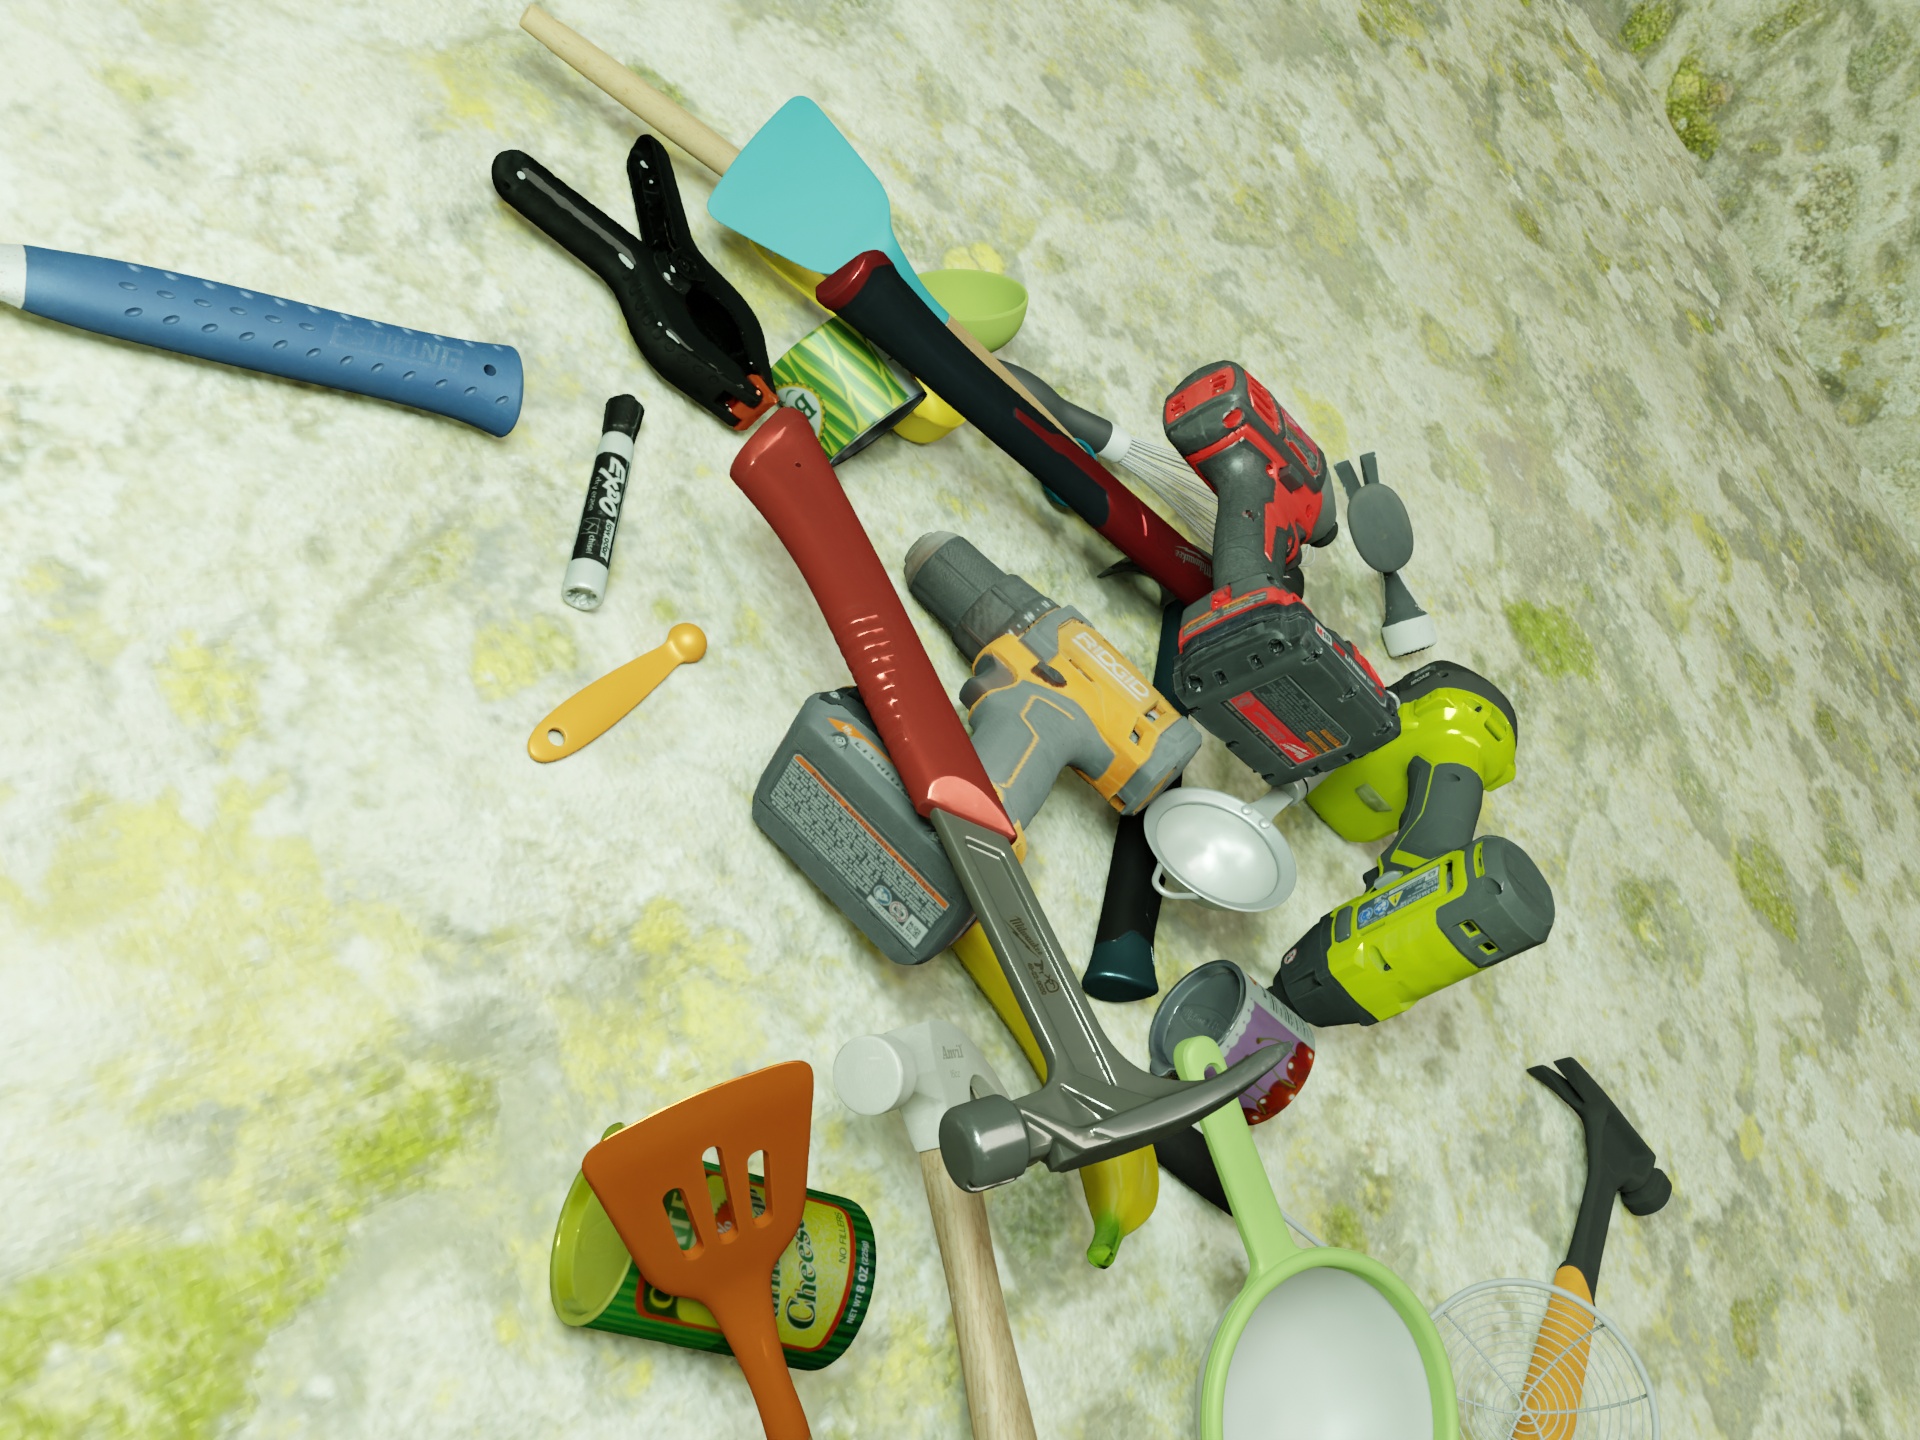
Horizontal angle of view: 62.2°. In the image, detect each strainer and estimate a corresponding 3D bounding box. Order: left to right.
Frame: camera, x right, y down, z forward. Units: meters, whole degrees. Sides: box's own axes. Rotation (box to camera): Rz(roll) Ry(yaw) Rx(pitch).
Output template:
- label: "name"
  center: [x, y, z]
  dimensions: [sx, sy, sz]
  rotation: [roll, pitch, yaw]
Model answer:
- label: "strainer"
  center: [0.139, 0.276, 0.750]
  dimensions: [0.151, 0.069, 0.256]
  rotation: [-15, 82, -33]
- label: "strainer"
  center: [0.178, 0.044, 0.882]
  dimensions: [0.087, 0.050, 0.258]
  rotation: [41, 50, 19]

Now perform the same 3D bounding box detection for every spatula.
- label: "spatula"
  center: [-0.050, 0.274, 0.548]
  dimensions: [0.081, 0.041, 0.322]
  rotation: [-19, 97, -24]
- label: "spatula"
  center: [0.002, -0.207, 0.893]
  dimensions: [0.317, 0.044, 0.082]
  rotation: [41, 83, -30]

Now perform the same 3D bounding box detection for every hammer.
- label: "hammer"
  center: [-0.356, -0.171, 0.582]
  dimensions: [0.405, 0.035, 0.144]
  rotation: [7, 63, -41]
- label: "hammer"
  center: [-0.004, 0.010, 0.667]
  dimensions: [0.149, 0.036, 0.359]
  rotation: [-11, 61, -30]
- label: "hammer"
  center: [0.018, 0.287, 0.645]
  dimensions: [0.130, 0.031, 0.331]
  rotation: [18, 57, -68]
- label: "hammer"
  center: [0.070, -0.114, 0.870]
  dimensions: [0.386, 0.038, 0.143]
  rotation: [34, 49, -34]
- label: "hammer"
  center: [0.117, 0.020, 0.917]
  dimensions: [0.128, 0.033, 0.331]
  rotation: [37, 46, -23]
- label: "hammer"
  center: [0.260, -0.112, 0.983]
  dimensions: [0.409, 0.036, 0.149]
  rotation: [-9, 82, -74]
- label: "hammer"
  center: [0.359, 0.355, 0.948]
  dimensions: [0.127, 0.034, 0.337]
  rotation: [50, 43, -10]

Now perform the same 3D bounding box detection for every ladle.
- label: "ladle"
  center: [-0.091, -0.295, 0.871]
  dimensions: [0.319, 0.062, 0.078]
  rotation: [29, 22, -33]

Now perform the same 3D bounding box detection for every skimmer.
- label: "skimmer"
  center: [0.201, 0.281, 0.801]
  dimensions: [0.363, 0.090, 0.127]
  rotation: [40, 77, -16]

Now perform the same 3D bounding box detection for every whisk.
- label: "whisk"
  center: [0.122, -0.164, 1.016]
  dimensions: [0.284, 0.070, 0.070]
  rotation: [21, 53, -27]

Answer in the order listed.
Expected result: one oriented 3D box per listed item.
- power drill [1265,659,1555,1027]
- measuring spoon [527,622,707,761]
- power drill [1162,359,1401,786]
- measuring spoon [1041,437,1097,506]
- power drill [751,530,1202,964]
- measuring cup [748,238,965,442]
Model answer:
- label: "power drill"
  center: [0.253, 0.076, 0.927]
  dimensions: [0.080, 0.171, 0.223]
  rotation: [44, 35, -15]
- label: "measuring spoon"
  center: [-0.149, -0.014, 0.703]
  dimensions: [0.021, 0.011, 0.117]
  rotation: [52, 42, -6]
- label: "power drill"
  center: [0.174, -0.083, 0.876]
  dimensions: [0.143, 0.078, 0.220]
  rotation: [37, 41, -37]
- label: "measuring spoon"
  center: [0.092, -0.133, 0.999]
  dimensions: [0.128, 0.021, 0.042]
  rotation: [32, 76, -38]
- label: "power drill"
  center: [-0.001, -0.002, 0.776]
  dimensions: [0.185, 0.084, 0.226]
  rotation: [44, 40, 11]
- label: "measuring cup"
  center: [-0.062, -0.214, 0.893]
  dimensions: [0.156, 0.029, 0.062]
  rotation: [37, 46, -18]
